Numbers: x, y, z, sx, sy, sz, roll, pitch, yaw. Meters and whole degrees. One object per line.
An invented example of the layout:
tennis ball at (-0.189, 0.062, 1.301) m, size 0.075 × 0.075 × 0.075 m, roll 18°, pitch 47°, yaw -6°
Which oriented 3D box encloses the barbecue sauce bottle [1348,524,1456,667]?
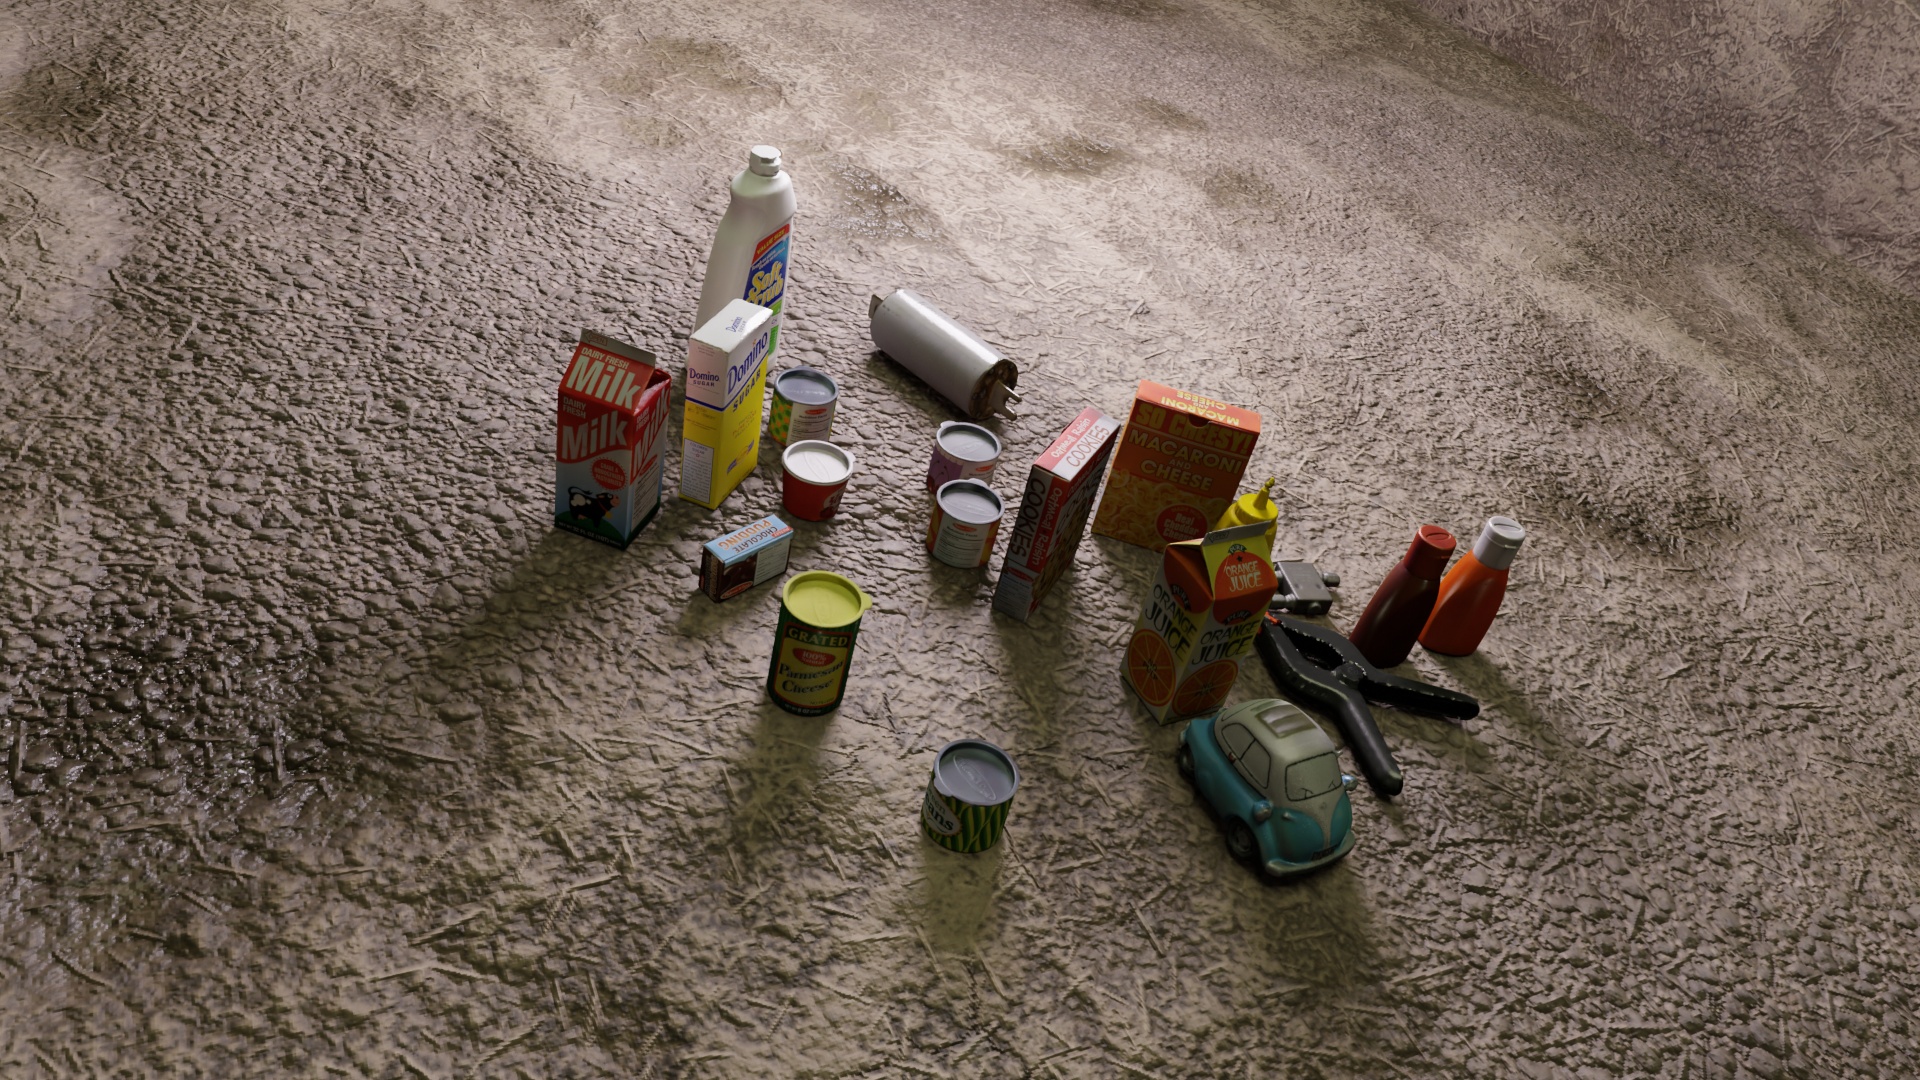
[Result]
barbecue sauce bottle at (0.419, 0.053, 1.307) m, size 0.065 × 0.147 × 0.044 m, roll -5°, pitch 41°, yaw -24°

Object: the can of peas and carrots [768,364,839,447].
can of peas and carrots at (-0.162, -0.136, 1.421) m, size 0.071 × 0.058 × 0.071 m, roll 10°, pitch 38°, yaw -7°

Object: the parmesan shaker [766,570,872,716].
parmesan shaker at (-0.115, 0.085, 1.121) m, size 0.071 × 0.102 × 0.072 m, roll 10°, pitch 38°, yaw -7°

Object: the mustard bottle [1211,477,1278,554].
mustard bottle at (0.262, 0.006, 1.303) m, size 0.065 × 0.159 × 0.049 m, roll 17°, pitch 37°, yaw 3°

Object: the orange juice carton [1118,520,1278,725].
orange juice carton at (0.207, 0.062, 1.187) m, size 0.072 × 0.191 × 0.073 m, roll -9°, pitch 44°, yaw -29°

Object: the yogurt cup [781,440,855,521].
yogurt cup at (-0.140, -0.055, 1.330) m, size 0.072 × 0.053 × 0.073 m, roll 10°, pitch 38°, yaw -7°

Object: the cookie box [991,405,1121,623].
cookie box at (0.086, -0.025, 1.276) m, size 0.040 × 0.166 × 0.123 m, roll 26°, pitch 39°, yaw 14°

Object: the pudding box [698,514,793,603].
pudding box at (-0.189, 0.016, 1.227) m, size 0.030 × 0.049 × 0.084 m, roll 37°, pitch 42°, yaw 26°

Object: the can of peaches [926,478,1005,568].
can of peaches at (0.005, -0.017, 1.327) m, size 0.071 × 0.057 × 0.071 m, roll 10°, pitch 38°, yaw -7°

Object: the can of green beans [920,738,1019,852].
can of green beans at (0.007, 0.195, 1.060) m, size 0.071 × 0.057 × 0.071 m, roll 10°, pitch 38°, yaw -7°

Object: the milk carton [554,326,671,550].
milk carton at (-0.303, -0.093, 1.211) m, size 0.072 × 0.189 × 0.074 m, roll 20°, pitch 37°, yaw 6°

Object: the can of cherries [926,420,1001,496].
can of cherries at (0.001, -0.079, 1.404) m, size 0.071 × 0.058 × 0.072 m, roll 10°, pitch 38°, yaw -7°

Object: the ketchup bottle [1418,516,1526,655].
ketchup bottle at (0.498, 0.045, 1.344) m, size 0.065 × 0.148 × 0.044 m, roll 8°, pitch 38°, yaw -9°

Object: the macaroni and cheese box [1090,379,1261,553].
macaroni and cheese box at (0.211, -0.064, 1.370) m, size 0.124 × 0.165 × 0.040 m, roll 17°, pitch 37°, yaw 2°
